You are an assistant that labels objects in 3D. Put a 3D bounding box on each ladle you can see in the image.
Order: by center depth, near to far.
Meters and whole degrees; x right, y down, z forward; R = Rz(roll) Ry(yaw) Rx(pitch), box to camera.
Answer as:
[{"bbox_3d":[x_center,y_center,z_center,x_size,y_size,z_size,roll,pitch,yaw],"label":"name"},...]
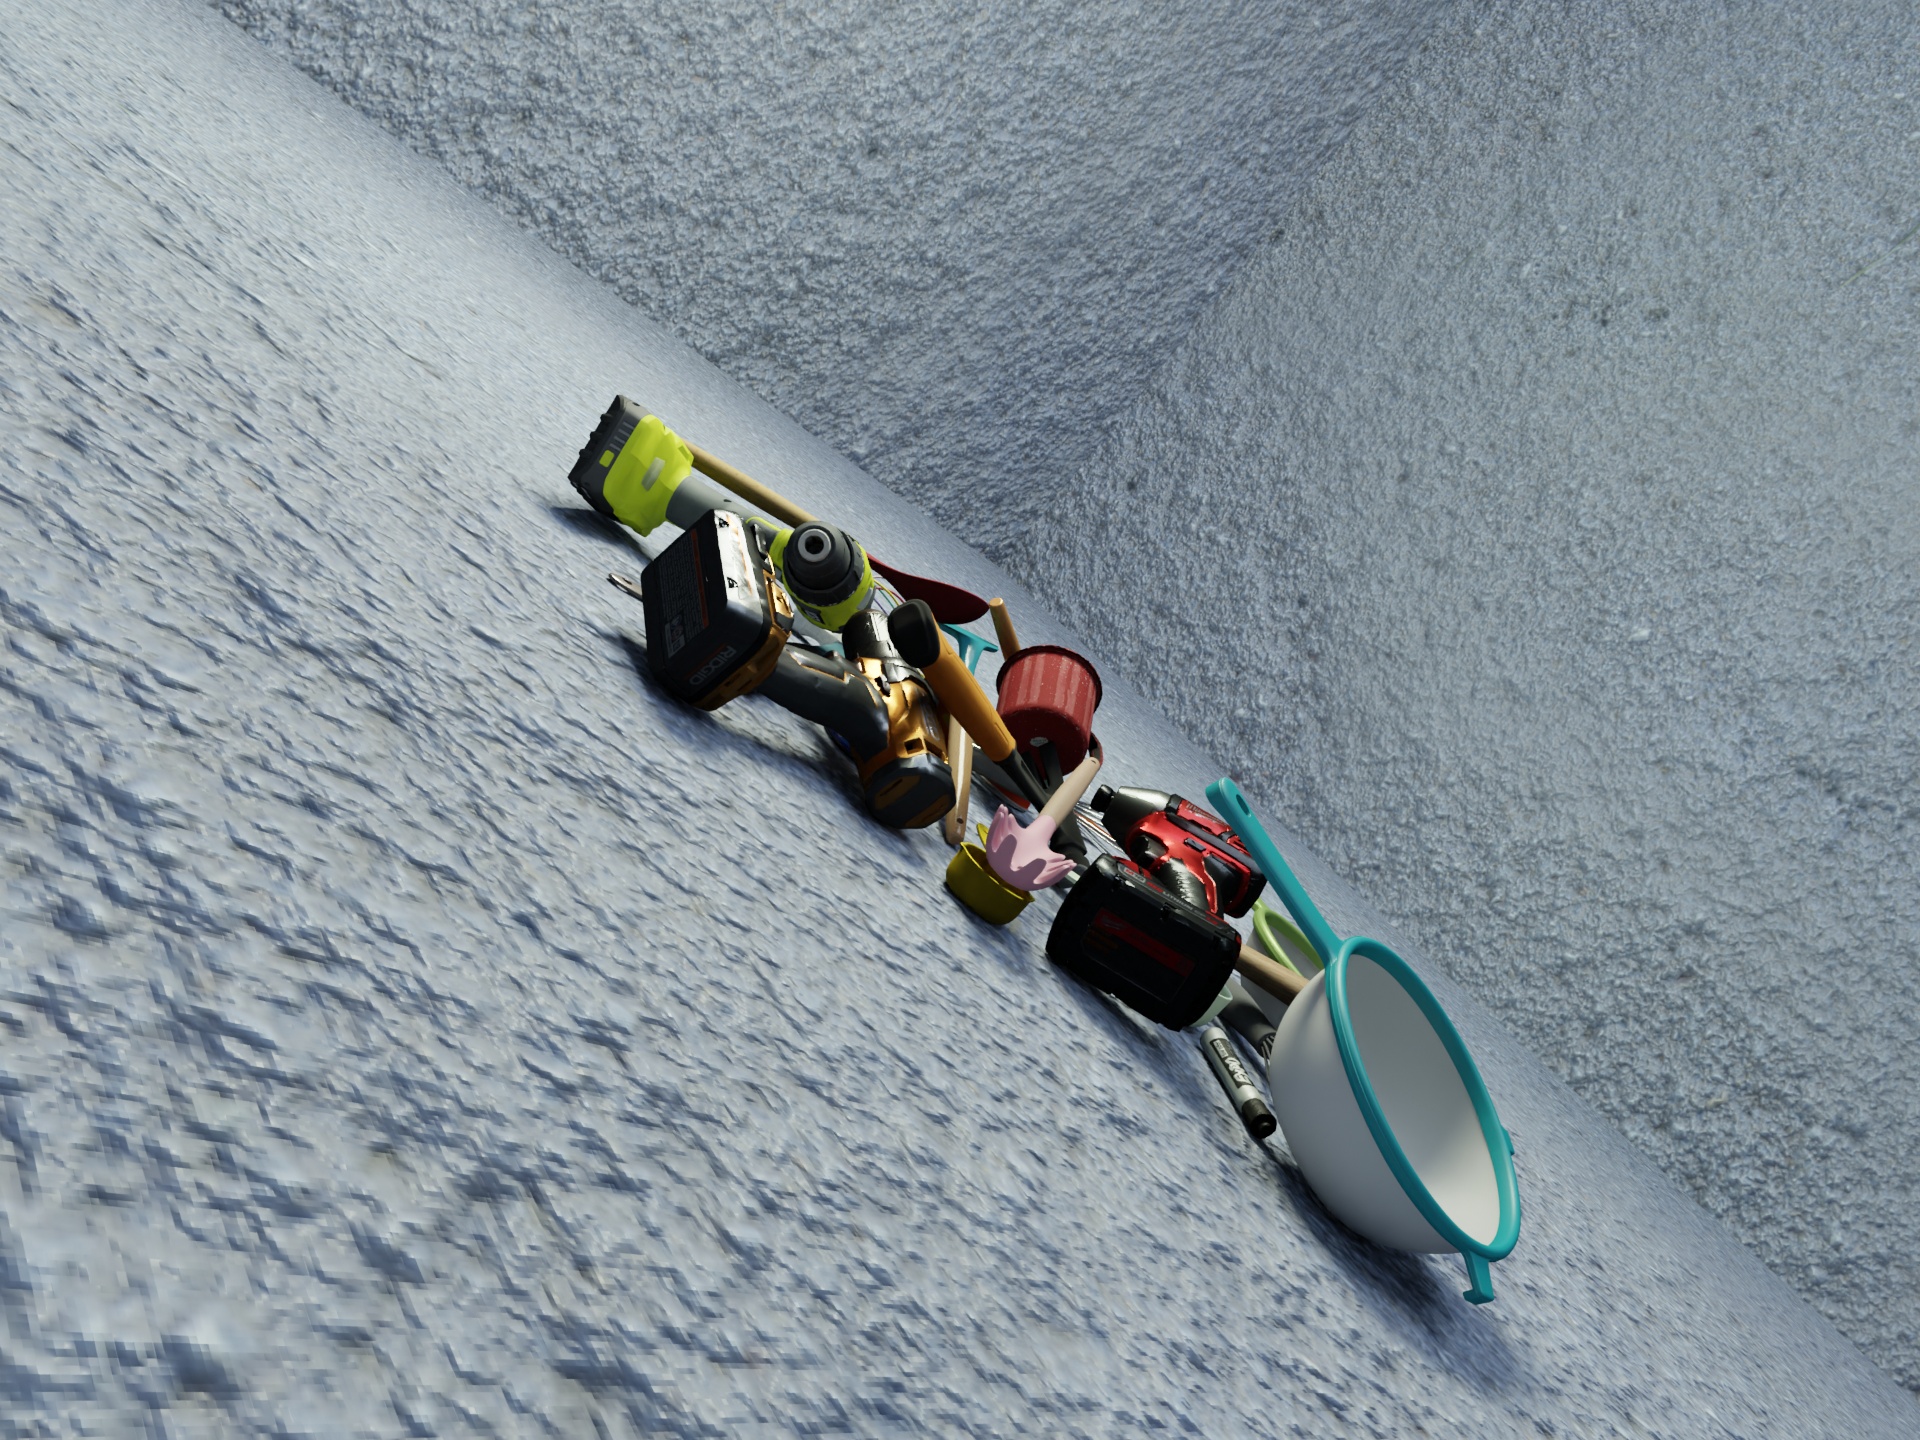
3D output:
[{"bbox_3d":[-0.119,-0.157,1.279,0.315,0.031,0.069,30,-16,-5],"label":"ladle"}]

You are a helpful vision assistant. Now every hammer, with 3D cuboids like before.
[{"bbox_3d":[0.022,0.005,1.149,0.336,0.034,0.127,53,18,-55],"label":"hammer"},{"bbox_3d":[0.242,0.198,1.208,0.331,0.031,0.130,30,-6,30],"label":"hammer"},{"bbox_3d":[-0.120,-0.047,1.234,0.128,0.033,0.331,39,9,6],"label":"hammer"}]

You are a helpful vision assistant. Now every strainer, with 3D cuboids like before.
[{"bbox_3d":[0.227,0.198,1.015,0.340,0.095,0.211,57,27,0],"label":"strainer"},{"bbox_3d":[0.255,0.200,1.361,0.151,0.069,0.257,30,19,-48],"label":"strainer"}]

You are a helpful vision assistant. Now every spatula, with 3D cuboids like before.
[{"bbox_3d":[-0.002,-0.004,1.250,0.082,0.044,0.318,25,34,-15],"label":"spatula"},{"bbox_3d":[0.079,0.007,1.461,0.081,0.041,0.322,37,-24,44],"label":"spatula"}]

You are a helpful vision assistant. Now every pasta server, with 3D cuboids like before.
[{"bbox_3d":[0.070,0.061,1.119,0.060,0.040,0.316,38,18,5],"label":"pasta server"}]

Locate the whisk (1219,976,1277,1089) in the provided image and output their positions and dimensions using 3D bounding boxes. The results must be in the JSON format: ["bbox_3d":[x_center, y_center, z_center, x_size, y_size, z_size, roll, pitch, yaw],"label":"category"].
[{"bbox_3d":[0.229,0.241,1.191,0.055,0.055,0.239,36,5,-19],"label":"whisk"}]

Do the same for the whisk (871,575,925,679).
[{"bbox_3d":[-0.027,-0.039,1.404,0.244,0.047,0.051,52,28,-31],"label":"whisk"}]

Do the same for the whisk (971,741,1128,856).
[{"bbox_3d":[0.089,0.073,1.362,0.246,0.057,0.059,28,16,10],"label":"whisk"}]

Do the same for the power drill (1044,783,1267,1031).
[{"bbox_3d":[0.140,0.114,1.120,0.143,0.078,0.220,31,24,6],"label":"power drill"}]

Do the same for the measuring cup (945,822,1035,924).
[{"bbox_3d":[0.015,0.099,1.073,0.062,0.029,0.156,38,6,-7],"label":"measuring cup"}]

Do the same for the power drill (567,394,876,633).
[{"bbox_3d":[-0.169,-0.149,1.182,0.228,0.080,0.190,29,-5,4],"label":"power drill"}]

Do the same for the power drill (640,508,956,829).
[{"bbox_3d":[-0.100,-0.045,1.039,0.226,0.084,0.186,35,27,-38],"label":"power drill"}]

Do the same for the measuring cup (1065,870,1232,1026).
[{"bbox_3d":[0.122,0.163,1.159,0.167,0.038,0.083,37,8,-1],"label":"measuring cup"}]

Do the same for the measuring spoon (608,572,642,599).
[{"bbox_3d":[-0.201,-0.085,1.130,0.124,0.018,0.034,27,15,-51],"label":"measuring spoon"}]

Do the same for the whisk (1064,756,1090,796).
[{"bbox_3d":[0.042,0.015,1.530,0.284,0.070,0.070,24,17,-45],"label":"whisk"}]
